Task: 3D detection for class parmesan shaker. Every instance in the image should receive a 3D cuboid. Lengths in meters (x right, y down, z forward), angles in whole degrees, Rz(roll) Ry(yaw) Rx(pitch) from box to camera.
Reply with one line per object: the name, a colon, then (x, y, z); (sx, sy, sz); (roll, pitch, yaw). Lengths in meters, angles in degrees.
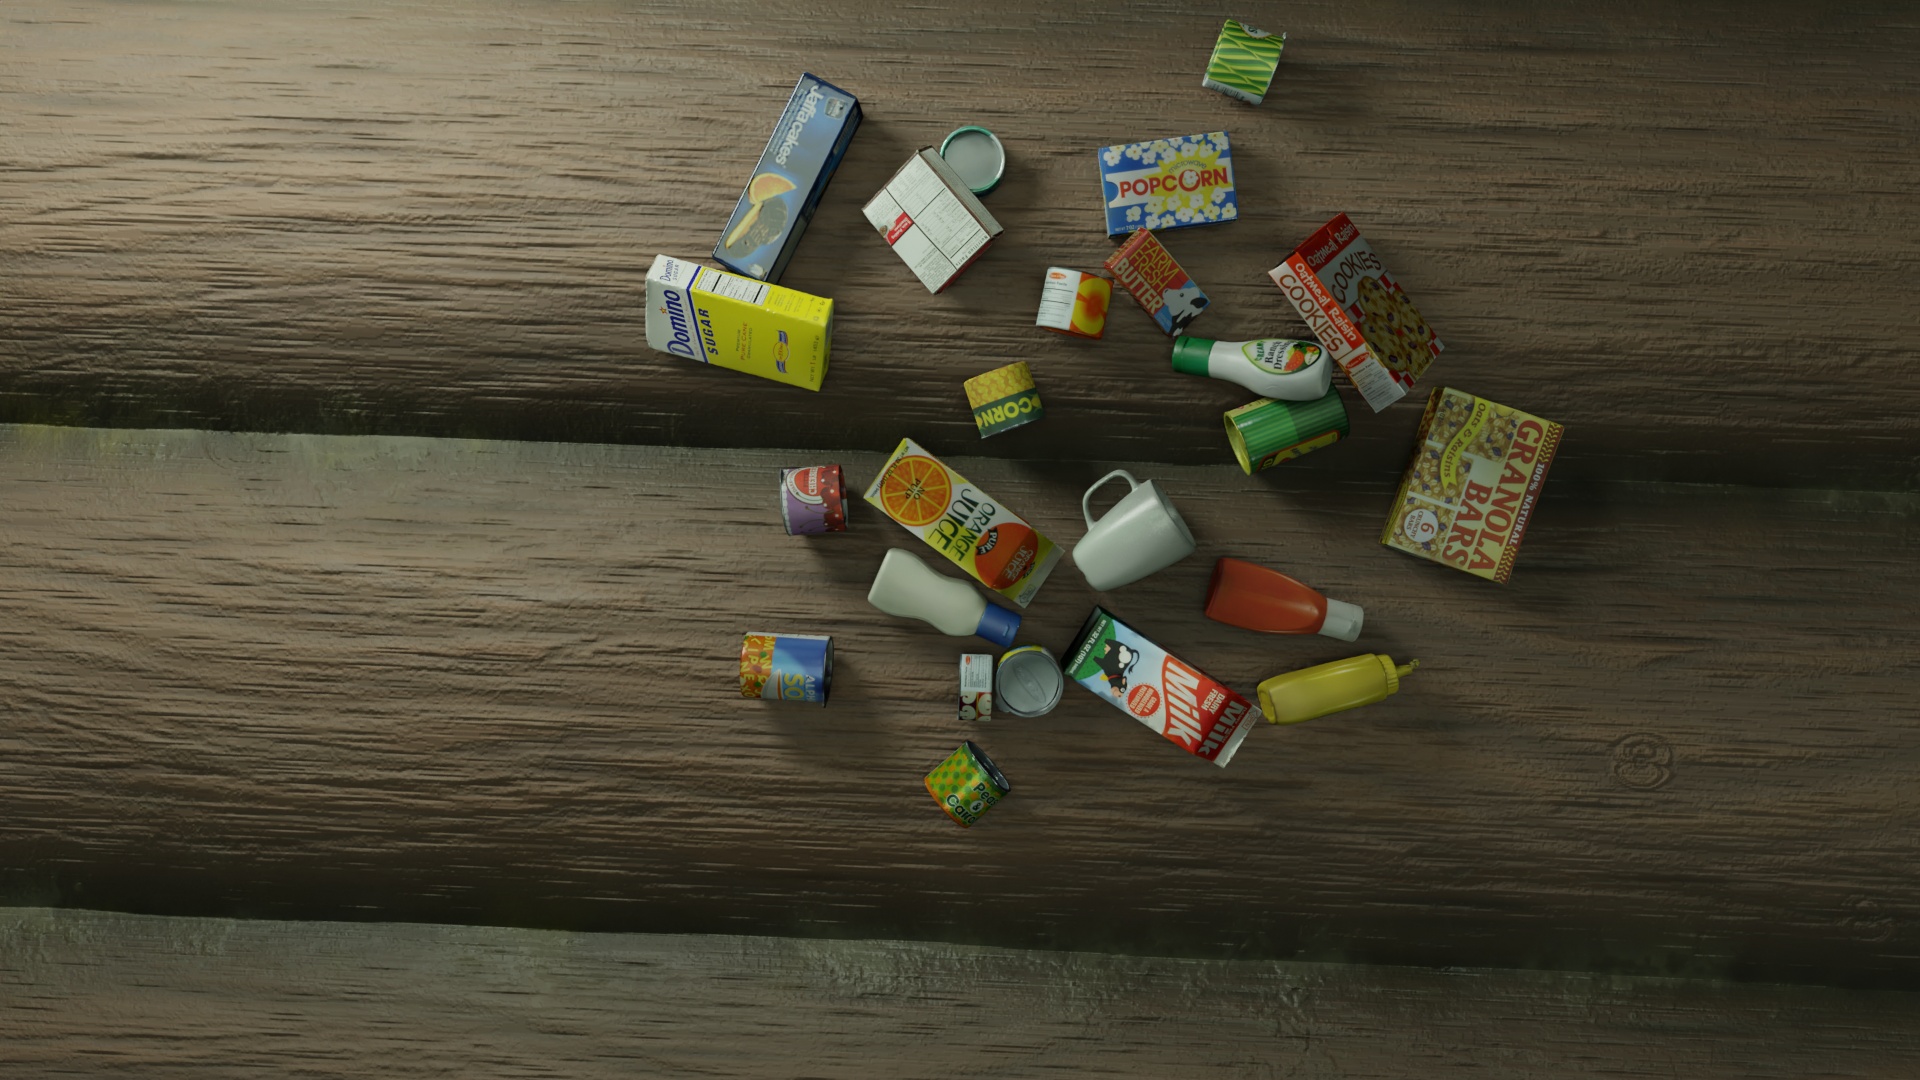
parmesan shaker: (0.316, -0.112, 1.343); (0.103, 0.071, 0.071); (-21, 93, 2)

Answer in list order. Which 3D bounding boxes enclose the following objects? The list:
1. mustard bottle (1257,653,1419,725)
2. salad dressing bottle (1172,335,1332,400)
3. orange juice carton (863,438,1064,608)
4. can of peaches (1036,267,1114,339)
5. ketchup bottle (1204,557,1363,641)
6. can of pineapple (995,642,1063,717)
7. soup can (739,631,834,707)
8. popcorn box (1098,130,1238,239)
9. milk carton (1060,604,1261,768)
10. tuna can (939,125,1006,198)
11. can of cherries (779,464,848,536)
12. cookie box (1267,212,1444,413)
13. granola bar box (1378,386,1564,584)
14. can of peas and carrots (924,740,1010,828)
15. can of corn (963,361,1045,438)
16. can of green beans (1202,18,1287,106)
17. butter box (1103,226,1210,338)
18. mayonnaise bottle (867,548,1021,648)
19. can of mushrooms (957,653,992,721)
mustard bottle: (0.376, 0.142, 1.363); (0.160, 0.065, 0.049); (-13, 90, -2)
salad dressing bottle: (0.278, -0.169, 1.329); (0.148, 0.043, 0.064); (11, 52, 25)
orange juice carton: (0.005, -0.017, 1.354); (0.193, 0.073, 0.072); (36, 94, -2)
can of peaches: (0.112, -0.228, 1.343); (0.071, 0.071, 0.058); (12, 94, 0)
ketchup bottle: (0.319, 0.064, 1.368); (0.149, 0.043, 0.064); (15, 95, 0)
can of pineapple: (0.066, 0.137, 1.370); (0.071, 0.058, 0.071); (0, 94, 1)
soup can: (-0.171, 0.127, 1.369); (0.084, 0.071, 0.071); (3, 94, 1)
popcorn box: (0.201, -0.344, 1.347); (0.127, 0.038, 0.085); (-7, 95, 1)
milk carton: (0.197, 0.145, 1.361); (0.190, 0.073, 0.072); (33, 94, -1)
tuna can: (0.009, -0.367, 1.352); (0.071, 0.033, 0.071); (0, 94, 1)
can of cherries: (-0.143, -0.041, 1.357); (0.058, 0.071, 0.071); (-5, 94, 1)
cookie box: (0.377, -0.218, 1.313); (0.167, 0.123, 0.040); (52, 135, -2)
granola bar box: (0.499, -0.054, 1.360); (0.124, 0.039, 0.165); (18, 94, 0)
can of peas and carrots: (0.008, 0.243, 1.372); (0.058, 0.071, 0.071); (-42, 92, 4)
can of corn: (0.042, -0.136, 1.347); (0.071, 0.071, 0.058); (-19, 93, 2)
can of green beans: (0.270, -0.456, 1.325); (0.058, 0.071, 0.071); (20, 94, 0)
butter box: (0.190, -0.249, 1.342); (0.053, 0.024, 0.103); (-46, 116, 4)
mayonnaise bottle: (-0.014, 0.062, 1.377); (0.148, 0.041, 0.064); (23, 96, -2)
can of mushrooms: (0.015, 0.146, 1.370); (0.033, 0.071, 0.071); (2, 94, 0)
